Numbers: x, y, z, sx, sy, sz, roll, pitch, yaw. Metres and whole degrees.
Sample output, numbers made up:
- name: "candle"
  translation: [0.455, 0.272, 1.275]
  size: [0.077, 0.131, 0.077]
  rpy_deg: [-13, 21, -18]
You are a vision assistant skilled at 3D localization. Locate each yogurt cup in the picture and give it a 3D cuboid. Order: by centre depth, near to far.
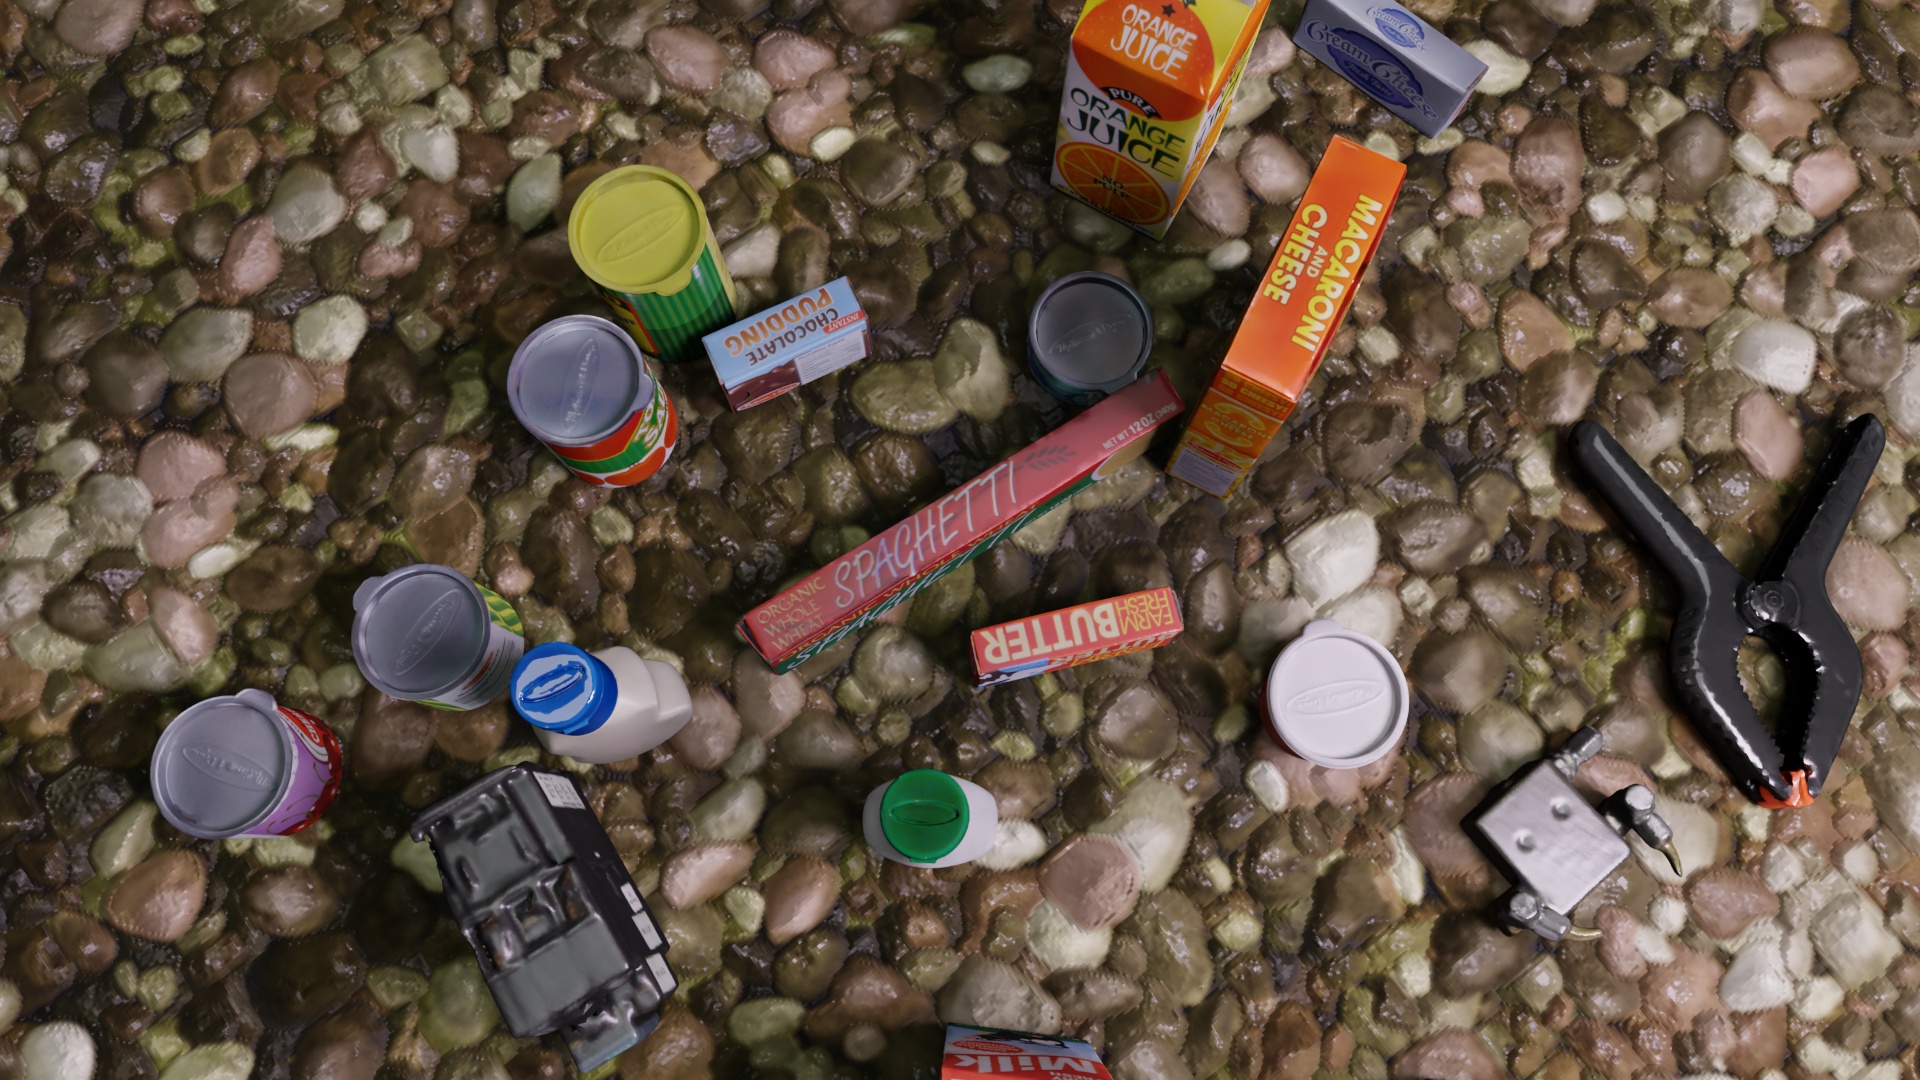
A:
- name: "yogurt cup"
  translation: [0.180, 0.080, 0.687]
  size: [0.072, 0.054, 0.072]
  rpy_deg: [0, 77, 0]

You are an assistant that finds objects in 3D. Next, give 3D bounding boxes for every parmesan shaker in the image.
- name: "parmesan shaker"
  translation: [-0.153, -0.135, 0.710]
  size: [0.071, 0.103, 0.071]
  rpy_deg: [0, 77, 0]

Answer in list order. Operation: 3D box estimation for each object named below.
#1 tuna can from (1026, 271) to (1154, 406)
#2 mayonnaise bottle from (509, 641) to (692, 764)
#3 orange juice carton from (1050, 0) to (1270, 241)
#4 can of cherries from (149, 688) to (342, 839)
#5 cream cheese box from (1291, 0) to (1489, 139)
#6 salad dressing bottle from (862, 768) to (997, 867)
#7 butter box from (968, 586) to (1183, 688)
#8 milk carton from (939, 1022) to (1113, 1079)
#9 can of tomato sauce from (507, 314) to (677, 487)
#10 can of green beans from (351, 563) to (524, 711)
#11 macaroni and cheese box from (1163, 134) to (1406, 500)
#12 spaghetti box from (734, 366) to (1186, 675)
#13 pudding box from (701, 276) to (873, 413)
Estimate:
- name: "tuna can"
  translation: [0.070, -0.105, 0.740]
  size: [0.071, 0.032, 0.071]
  rpy_deg: [0, 77, 0]
- name: "mayonnaise bottle"
  translation: [-0.166, 0.074, 0.637]
  size: [0.065, 0.147, 0.041]
  rpy_deg: [-26, 79, -6]
- name: "orange juice carton"
  translation: [0.098, -0.232, 0.689]
  size: [0.072, 0.192, 0.073]
  rpy_deg: [29, 79, 6]
- name: "can of cherries"
  translation: [-0.342, 0.109, 0.674]
  size: [0.071, 0.058, 0.071]
  rpy_deg: [0, 77, 0]
- name: "cream cheese box"
  translation: [0.236, -0.271, 0.770]
  size: [0.104, 0.053, 0.024]
  rpy_deg: [39, 80, 8]
- name: "salad dressing bottle"
  translation: [-0.014, 0.125, 0.627]
  size: [0.064, 0.147, 0.044]
  rpy_deg: [2, 77, 0]
- name: "butter box"
  translation: [0.056, 0.049, 0.694]
  size: [0.103, 0.053, 0.024]
  rpy_deg: [-13, 78, -3]
- name: "milk carton"
  translation: [0.023, 0.252, 0.575]
  size: [0.072, 0.190, 0.073]
  rpy_deg: [7, 77, 1]
- name: "can of tomato sauce"
  translation: [-0.182, -0.068, 0.704]
  size: [0.071, 0.083, 0.071]
  rpy_deg: [0, 77, 0]
- name: "can of green beans"
  translation: [-0.257, 0.049, 0.689]
  size: [0.071, 0.057, 0.071]
  rpy_deg: [0, 77, 0]
- name: "macaroni and cheese box"
  translation: [0.153, -0.099, 0.671]
  size: [0.040, 0.166, 0.124]
  rpy_deg: [26, 78, 5]
- name: "spaghetti box"
  translation: [0.003, -0.009, 0.709]
  size: [0.250, 0.050, 0.029]
  rpy_deg: [-31, 79, -7]
- name: "pudding box"
  translation: [-0.090, -0.102, 0.730]
  size: [0.084, 0.049, 0.030]
  rpy_deg: [-25, 79, -6]
